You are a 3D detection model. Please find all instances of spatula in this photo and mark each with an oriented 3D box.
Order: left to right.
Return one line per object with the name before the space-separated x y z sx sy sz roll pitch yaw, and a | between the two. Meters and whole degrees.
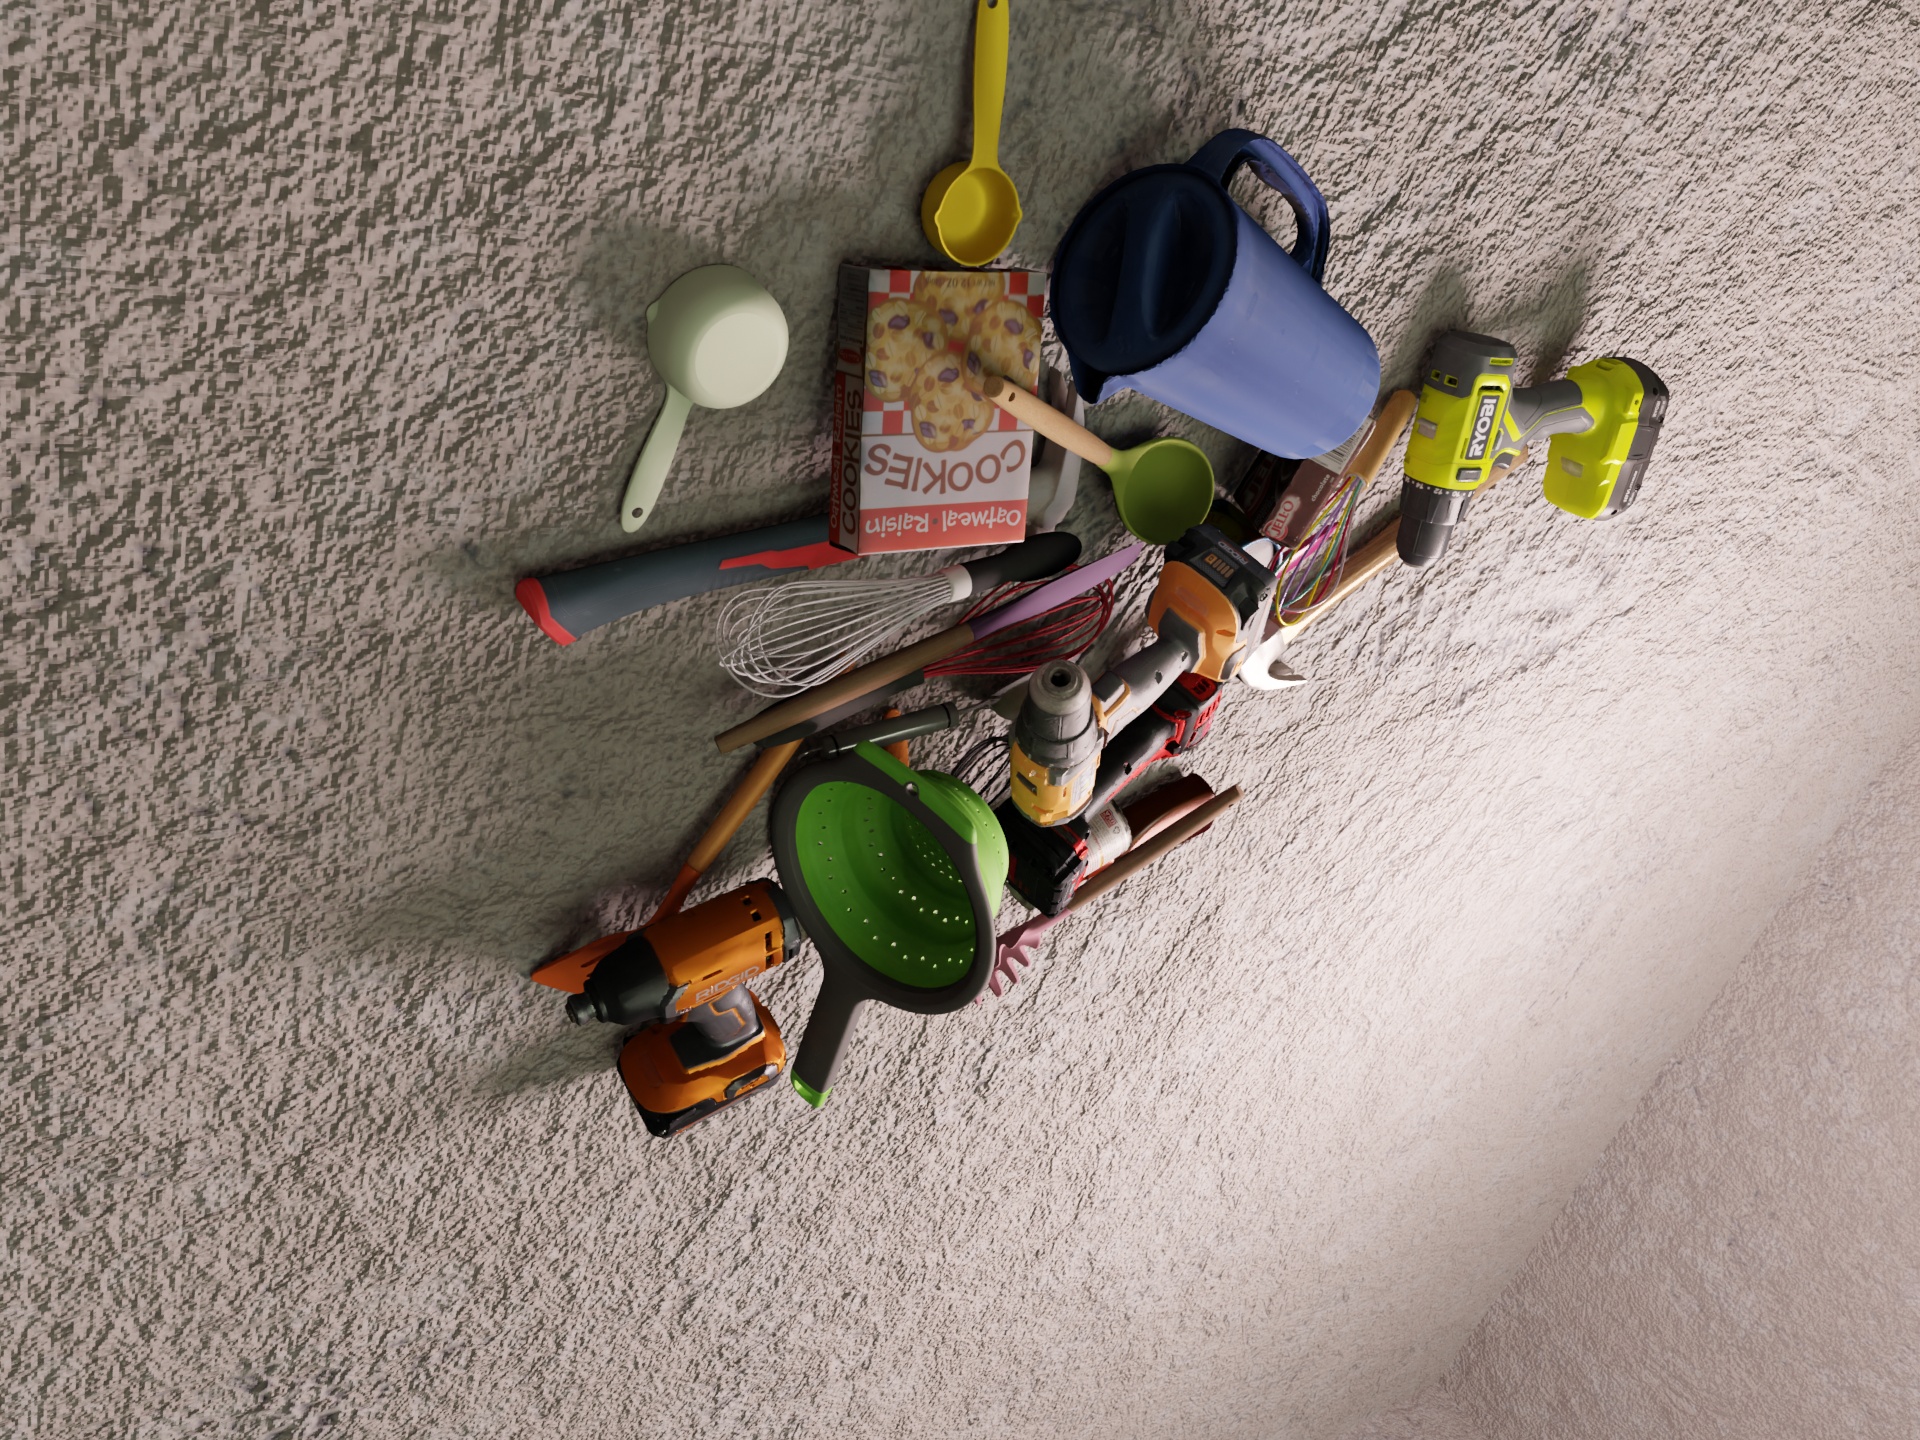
spatula | -0.178 0.078 1.124 0.322 0.041 0.081 -53 142 6
spatula | -0.017 -0.048 1.059 0.316 0.018 0.059 -25 168 -12

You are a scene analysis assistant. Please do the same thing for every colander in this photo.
colander | -0.055 0.159 1.203 0.094 0.205 0.396 -35 155 -42

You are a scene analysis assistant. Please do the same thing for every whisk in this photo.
whisk | -0.031 -0.080 1.018 0.284 0.070 0.070 -21 137 -33
whisk | -0.031 0.100 1.254 0.239 0.055 0.055 -45 142 10
whisk | -0.015 -0.044 1.111 0.296 0.073 0.073 -23 137 -23
whisk | 0.296 -0.167 1.229 0.047 0.051 0.245 43 64 -17

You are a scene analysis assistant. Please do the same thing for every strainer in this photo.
strainer | -0.002 -0.004 1.170 0.258 0.050 0.087 -16 168 -25

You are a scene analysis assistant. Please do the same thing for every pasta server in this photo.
pasta server | 0.117 0.151 1.366 0.316 0.040 0.060 -37 155 23

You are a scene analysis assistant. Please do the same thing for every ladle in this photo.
ladle | 0.093 -0.173 1.029 0.078 0.062 0.320 -65 157 8

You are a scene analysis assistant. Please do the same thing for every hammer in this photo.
hammer | -0.088 -0.126 0.999 0.386 0.038 0.143 -17 133 -29
hammer | 0.361 -0.142 1.376 0.331 0.031 0.129 -37 141 -8

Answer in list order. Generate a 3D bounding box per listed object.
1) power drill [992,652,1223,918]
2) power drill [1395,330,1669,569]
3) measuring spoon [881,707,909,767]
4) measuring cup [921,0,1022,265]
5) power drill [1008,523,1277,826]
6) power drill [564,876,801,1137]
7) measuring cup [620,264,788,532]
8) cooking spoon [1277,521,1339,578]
power drill | 0.118 0.046 1.258 0.220 0.078 0.143 -45 166 -15
power drill | 0.465 -0.222 1.326 0.228 0.080 0.190 -5 119 -27
measuring spoon | -0.045 0.034 1.203 0.021 0.011 0.116 -27 138 -20
measuring cup | 0.007 -0.340 0.903 0.062 0.029 0.156 -13 121 -32
power drill | 0.121 -0.039 1.119 0.226 0.084 0.185 -42 160 -17
power drill | -0.201 0.214 1.151 0.164 0.084 0.226 -23 149 -24
measuring cup | -0.152 -0.173 0.899 0.083 0.038 0.167 8 118 -44
cooking spoon | 0.176 -0.064 1.281 0.319 0.017 0.069 -36 -176 -1
